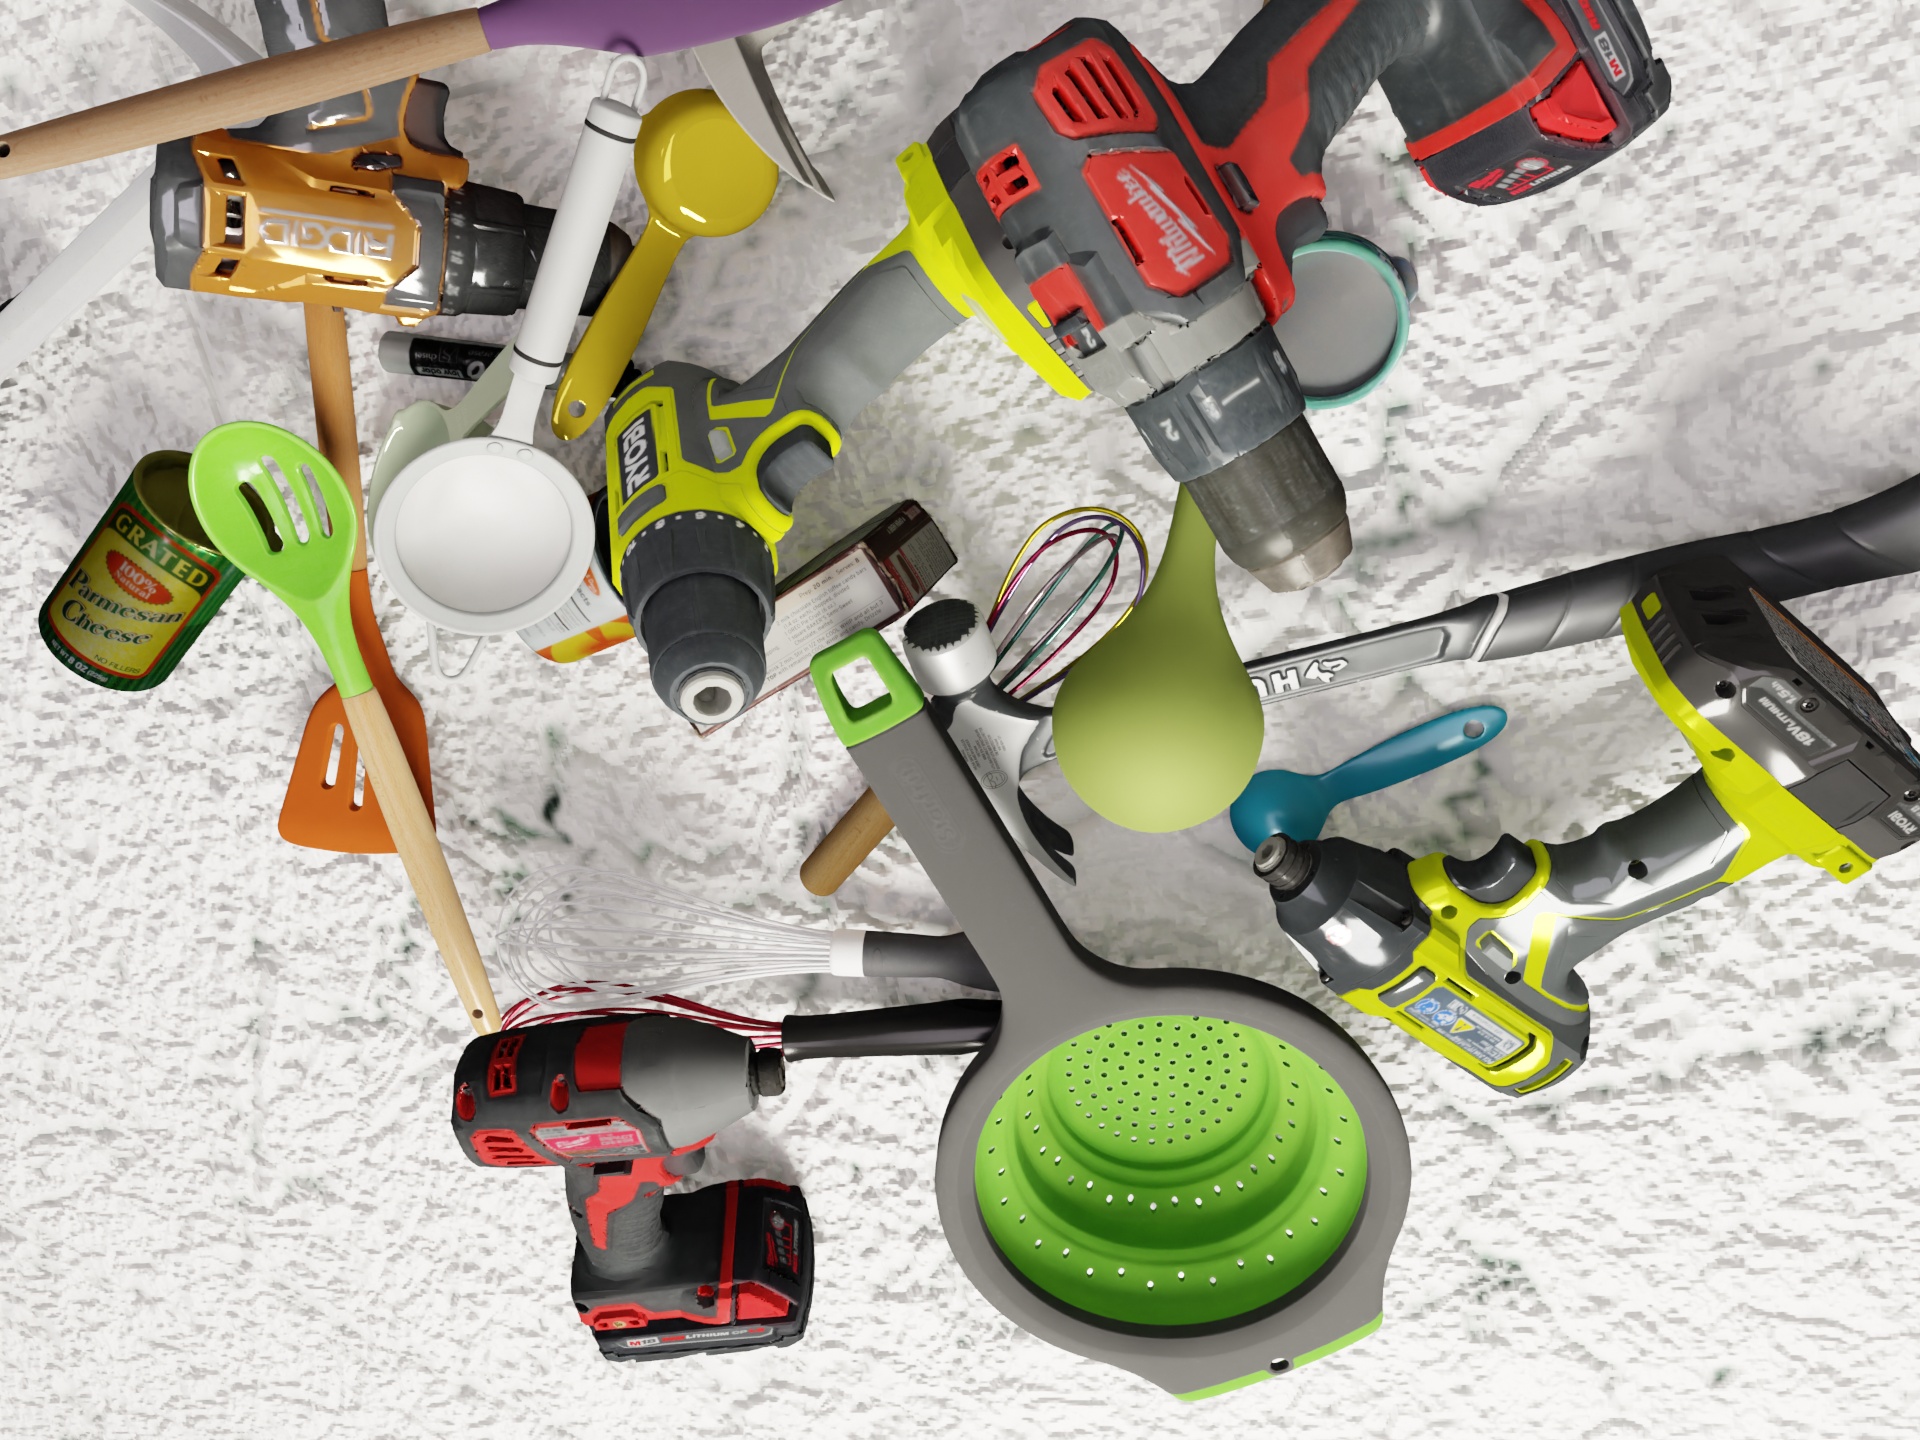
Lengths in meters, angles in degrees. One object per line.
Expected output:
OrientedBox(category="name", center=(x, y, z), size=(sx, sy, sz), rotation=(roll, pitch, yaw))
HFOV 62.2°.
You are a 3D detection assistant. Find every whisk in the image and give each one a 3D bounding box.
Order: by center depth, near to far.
OrientedBox(category="whisk", center=(-0.003, -0.004, 0.710), size=(0.047, 0.051, 0.245), rotation=(26, 123, -26))
OrientedBox(category="whisk", center=(-0.085, 0.111, 0.763), size=(0.284, 0.070, 0.070), rotation=(3, 111, 5))
OrientedBox(category="whisk", center=(-0.104, 0.159, 0.789), size=(0.296, 0.073, 0.073), rotation=(-6, 109, 10))

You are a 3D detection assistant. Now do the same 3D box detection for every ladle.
OrientedBox(category="ladle", center=(0.093, -0.117, 0.591), size=(0.078, 0.062, 0.320), rotation=(10, 85, 3))

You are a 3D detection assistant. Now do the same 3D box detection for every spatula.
OrientedBox(category="spatula", center=(-0.195, -0.241, 0.565), size=(0.316, 0.018, 0.060), rotation=(-17, 92, -3))
OrientedBox(category="spatula", center=(-0.291, -0.093, 0.743), size=(0.081, 0.041, 0.322), rotation=(3, 110, 5))

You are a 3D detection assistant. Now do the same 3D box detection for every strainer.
OrientedBox(category="strainer", center=(-0.167, -0.133, 0.622), size=(0.086, 0.050, 0.258), rotation=(11, 119, -30))

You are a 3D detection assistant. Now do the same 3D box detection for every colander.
OrientedBox(category="colander", center=(0.052, 0.118, 0.697), size=(0.204, 0.095, 0.396), rotation=(-27, 109, 13))

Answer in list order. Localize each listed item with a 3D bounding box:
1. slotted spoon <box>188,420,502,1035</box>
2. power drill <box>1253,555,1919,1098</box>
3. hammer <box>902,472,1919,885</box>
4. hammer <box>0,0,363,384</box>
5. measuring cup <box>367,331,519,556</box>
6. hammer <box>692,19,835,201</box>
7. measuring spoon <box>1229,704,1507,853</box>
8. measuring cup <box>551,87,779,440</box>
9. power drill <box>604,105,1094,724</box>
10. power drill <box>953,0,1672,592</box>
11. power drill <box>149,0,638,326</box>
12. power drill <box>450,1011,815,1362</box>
OrientedBox(category="slotted spoon", center=(-0.276, 0.011, 0.748), size=(0.070, 0.031, 0.313), rotation=(-14, 107, 6))
OrientedBox(category="power drill", center=(0.241, 0.048, 0.627), size=(0.171, 0.080, 0.223), rotation=(34, 123, -20))
OrientedBox(category="hammer", center=(0.191, -0.028, 0.638), size=(0.409, 0.036, 0.149), rotation=(-13, 129, 11))
OrientedBox(category="hammer", center=(-0.447, -0.164, 0.719), size=(0.405, 0.035, 0.144), rotation=(-33, 101, 17))
OrientedBox(category="measuring cup", center=(-0.200, -0.124, 0.688), size=(0.167, 0.038, 0.083), rotation=(-37, 58, 31))
OrientedBox(category="hammer", center=(0.074, -0.346, 0.549), size=(0.410, 0.038, 0.146), rotation=(-27, 87, 19))
OrientedBox(category="measuring spoon", center=(0.176, 0.026, 0.689), size=(0.128, 0.021, 0.042), rotation=(-27, 103, 22))
OrientedBox(category="measuring cup", center=(-0.125, -0.181, 0.647), size=(0.062, 0.029, 0.156), rotation=(25, 99, -31))
OrientedBox(category="power drill", center=(-0.043, -0.115, 0.603), size=(0.228, 0.191, 0.080), rotation=(-36, 130, 17))
OrientedBox(category="power drill", center=(0.127, -0.169, 0.526), size=(0.227, 0.080, 0.188), rotation=(-36, 102, -19))
OrientedBox(category="power drill", center=(-0.209, -0.268, 0.617), size=(0.185, 0.084, 0.226), rotation=(2, 109, -25))
OrientedBox(category="power drill", center=(-0.138, 0.217, 0.754), size=(0.143, 0.079, 0.219), rotation=(-7, 134, 3))
